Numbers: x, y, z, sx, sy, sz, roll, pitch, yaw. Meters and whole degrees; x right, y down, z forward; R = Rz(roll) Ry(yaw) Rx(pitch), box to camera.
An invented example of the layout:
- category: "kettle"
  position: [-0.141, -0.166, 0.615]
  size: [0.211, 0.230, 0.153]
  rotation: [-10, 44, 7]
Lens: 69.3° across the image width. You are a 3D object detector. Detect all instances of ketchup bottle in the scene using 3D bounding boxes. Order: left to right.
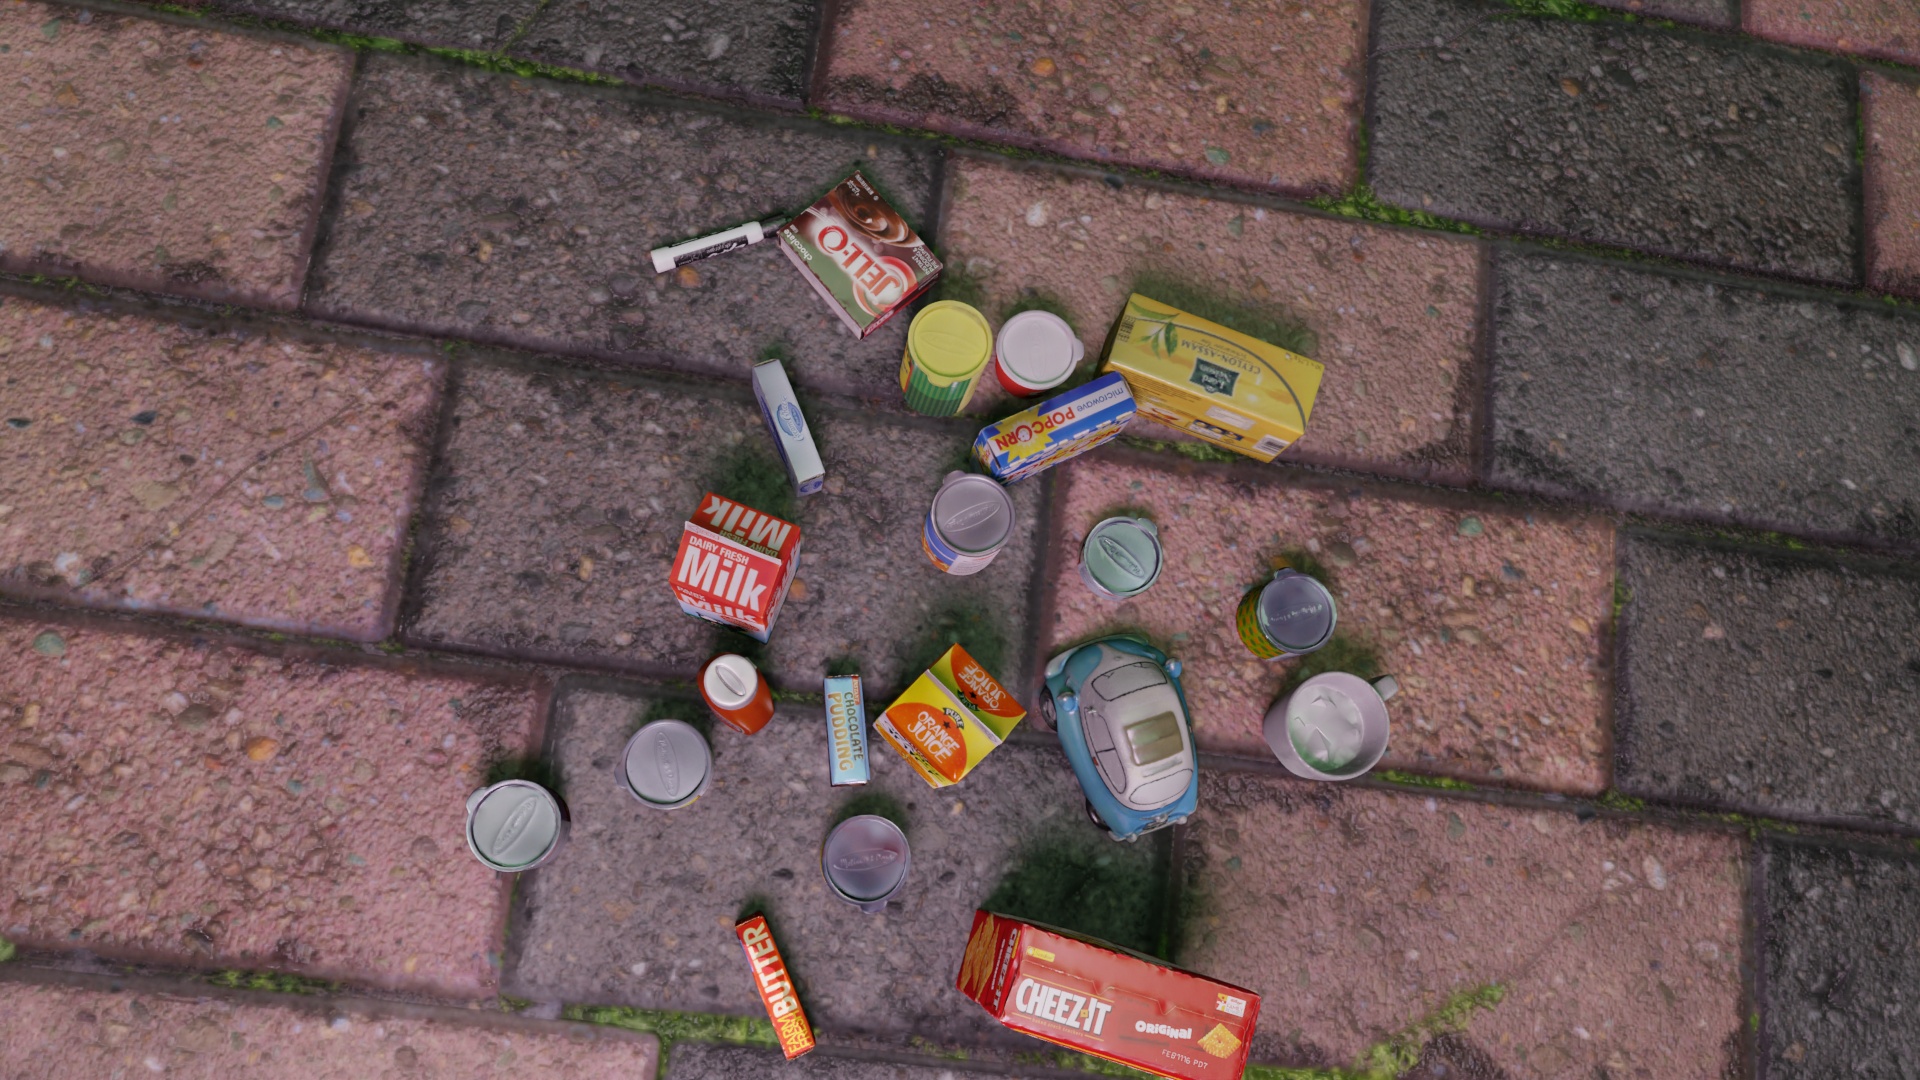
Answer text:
- category: "ketchup bottle"
  position: [-0.166, 0.109, 1.021]
  size: [0.043, 0.148, 0.065]
  rotation: [-44, 87, -13]

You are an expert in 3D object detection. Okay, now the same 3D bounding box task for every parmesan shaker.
- category: "parmesan shaker"
  position: [-0.015, -0.142, 1.119]
  size: [0.071, 0.103, 0.071]
  rotation: [2, 78, -7]

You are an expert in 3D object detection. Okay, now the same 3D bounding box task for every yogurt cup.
- category: "yogurt cup"
  position: [0.060, -0.151, 1.156]
  size: [0.072, 0.054, 0.072]
  rotation: [2, 78, -7]

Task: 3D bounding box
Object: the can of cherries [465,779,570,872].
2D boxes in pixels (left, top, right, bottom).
- category: "can of cherries"
  position: [-0.326, 0.208, 1.024]
  size: [0.071, 0.058, 0.071]
  rotation: [2, 78, -7]

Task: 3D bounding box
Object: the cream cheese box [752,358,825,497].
- category: "cream cheese box"
  position: [-0.138, -0.089, 1.116]
  size: [0.024, 0.053, 0.104]
  rotation: [-21, 82, -11]

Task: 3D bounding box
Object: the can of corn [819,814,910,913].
- category: "can of corn"
  position: [-0.073, 0.244, 1.051]
  size: [0.071, 0.058, 0.071]
  rotation: [2, 78, -7]

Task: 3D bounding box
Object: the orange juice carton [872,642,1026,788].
- category: "orange juice carton"
  position: [-0.009, 0.129, 1.015]
  size: [0.072, 0.192, 0.073]
  rotation: [45, 77, 3]

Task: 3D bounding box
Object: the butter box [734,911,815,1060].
- category: "butter box"
  position: [-0.137, 0.327, 1.027]
  size: [0.024, 0.053, 0.103]
  rotation: [-22, 82, -11]

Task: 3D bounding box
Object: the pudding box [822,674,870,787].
- category: "pudding box"
  position: [-0.089, 0.148, 1.074]
  size: [0.030, 0.049, 0.084]
  rotation: [-4, 79, -8]

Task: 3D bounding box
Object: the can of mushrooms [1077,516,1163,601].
- category: "can of mushrooms"
  position: [0.132, 0.014, 1.140]
  size: [0.071, 0.033, 0.071]
  rotation: [2, 78, -7]

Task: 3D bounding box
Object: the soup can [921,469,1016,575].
- category: "soup can"
  position: [0.004, -0.014, 1.103]
  size: [0.071, 0.083, 0.071]
  rotation: [2, 78, -7]

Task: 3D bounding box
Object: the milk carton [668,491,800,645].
- category: "milk carton"
  position: [-0.163, 0.020, 1.019]
  size: [0.072, 0.190, 0.073]
  rotation: [22, 77, -3]

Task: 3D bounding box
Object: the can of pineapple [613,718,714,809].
- category: "can of pineapple"
  position: [-0.222, 0.169, 1.047]
  size: [0.071, 0.057, 0.071]
  rotation: [2, 78, -7]

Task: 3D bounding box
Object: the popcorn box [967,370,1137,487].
- category: "popcorn box"
  position: [0.073, -0.086, 1.128]
  size: [0.127, 0.085, 0.038]
  rotation: [-24, 83, -12]

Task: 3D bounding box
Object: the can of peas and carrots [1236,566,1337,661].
- category: "can of peas and carrots"
  position: [0.264, 0.061, 1.135]
  size: [0.071, 0.058, 0.071]
  rotation: [2, 78, -7]
